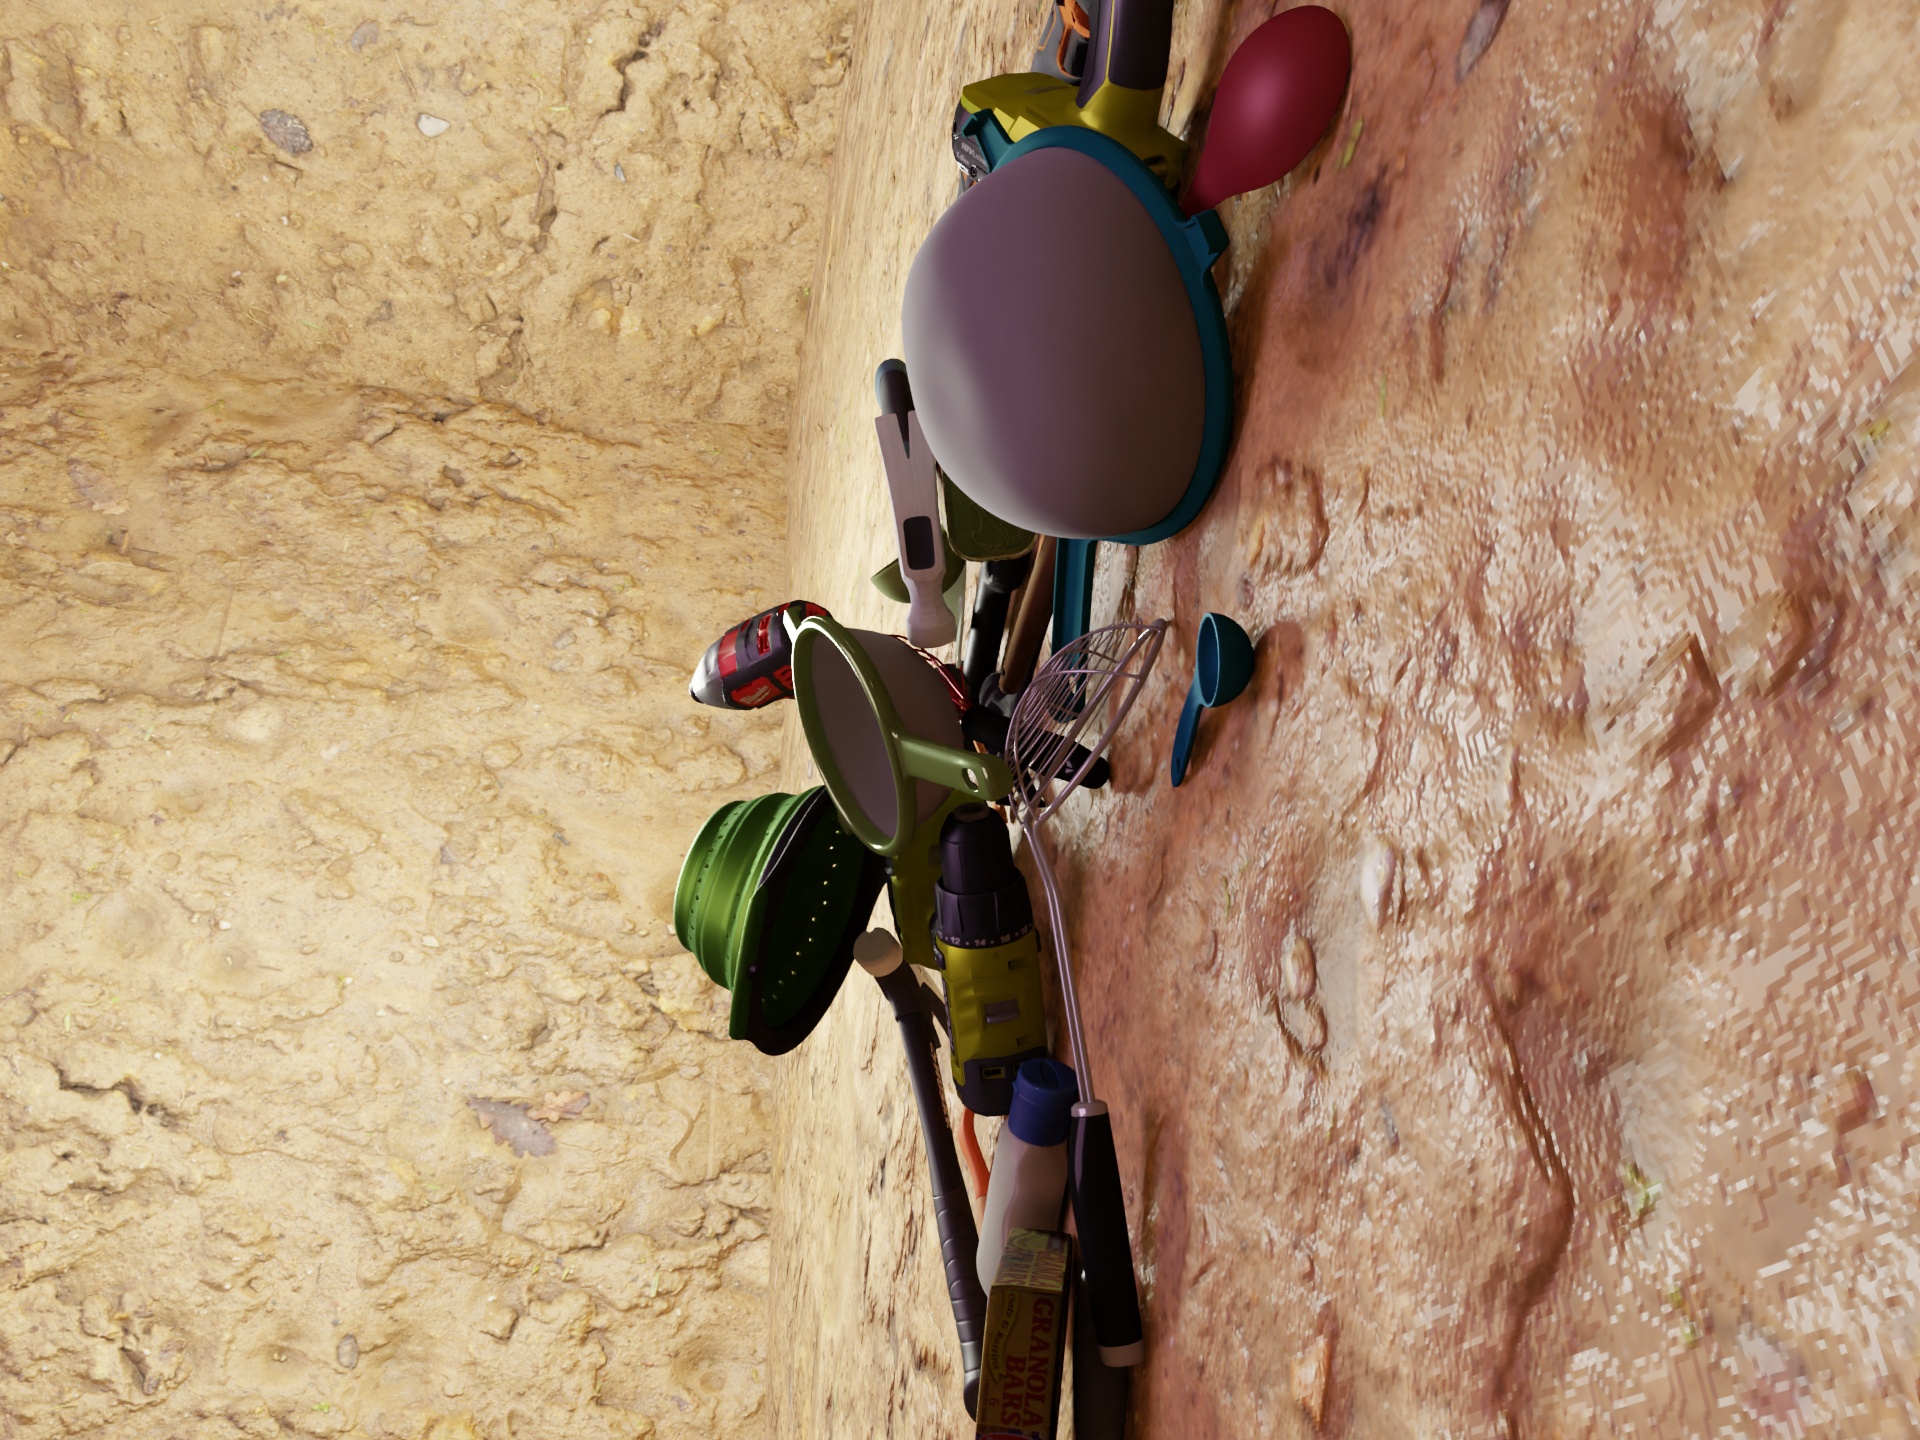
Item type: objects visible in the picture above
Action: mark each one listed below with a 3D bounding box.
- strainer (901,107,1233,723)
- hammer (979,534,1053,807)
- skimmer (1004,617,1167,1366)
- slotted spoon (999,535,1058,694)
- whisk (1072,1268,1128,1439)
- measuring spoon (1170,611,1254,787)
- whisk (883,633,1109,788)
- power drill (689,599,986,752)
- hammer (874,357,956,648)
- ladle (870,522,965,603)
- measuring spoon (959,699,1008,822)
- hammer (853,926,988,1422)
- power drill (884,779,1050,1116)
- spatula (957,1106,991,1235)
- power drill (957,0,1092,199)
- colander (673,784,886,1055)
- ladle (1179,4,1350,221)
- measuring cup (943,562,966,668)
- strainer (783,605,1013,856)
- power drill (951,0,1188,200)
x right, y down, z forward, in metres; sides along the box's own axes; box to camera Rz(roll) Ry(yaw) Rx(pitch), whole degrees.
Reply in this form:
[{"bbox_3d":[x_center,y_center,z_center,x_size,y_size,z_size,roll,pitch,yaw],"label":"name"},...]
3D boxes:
[{"bbox_3d":[0.032,-0.125,0.824,0.211,0.095,0.340,43,144,41],"label":"strainer"},{"bbox_3d":[0.060,-0.103,0.997,0.127,0.034,0.336,-99,17,-52],"label":"hammer"},{"bbox_3d":[0.084,0.130,0.802,0.127,0.090,0.363,135,128,-77],"label":"skimmer"},{"bbox_3d":[0.069,-0.137,0.900,0.070,0.031,0.313,-106,27,-47],"label":"slotted spoon"},{"bbox_3d":[0.064,0.384,0.770,0.055,0.055,0.239,120,156,-66],"label":"whisk"},{"bbox_3d":[0.116,-0.004,0.735,0.128,0.021,0.042,94,173,-58],"label":"measuring spoon"},{"bbox_3d":[-0.002,-0.003,1.013,0.296,0.073,0.073,24,111,53],"label":"whisk"},{"bbox_3d":[-0.094,-0.020,1.220,0.143,0.219,0.079,-22,59,40],"label":"power drill"},{"bbox_3d":[-0.036,-0.174,1.051,0.331,0.033,0.128,-100,3,-61],"label":"hammer"},{"bbox_3d":[0.006,-0.237,1.147,0.078,0.062,0.320,-172,98,-78],"label":"ladle"},{"bbox_3d":[0.014,0.029,1.117,0.021,0.011,0.116,-100,-9,-52],"label":"measuring spoon"},{"bbox_3d":[-0.009,0.314,1.101,0.146,0.035,0.335,58,-167,-50],"label":"hammer"},{"bbox_3d":[0.003,0.120,1.032,0.229,0.080,0.190,-123,25,-71],"label":"power drill"},{"bbox_3d":[0.030,0.332,1.028,0.081,0.041,0.323,106,160,-45],"label":"spatula"},{"bbox_3d":[0.065,-0.383,0.968,0.164,0.084,0.226,-99,21,-45],"label":"power drill"},{"bbox_3d":[-0.105,0.101,1.172,0.397,0.094,0.204,-32,-44,-66],"label":"colander"},{"bbox_3d":[0.092,-0.217,0.774,0.315,0.031,0.069,130,133,-60],"label":"ladle"},{"bbox_3d":[-0.016,-0.079,1.197,0.168,0.038,0.083,-90,5,-63],"label":"measuring cup"},{"bbox_3d":[-0.017,0.007,0.909,0.256,0.069,0.151,14,122,62],"label":"strainer"},{"bbox_3d":[0.068,-0.375,0.806,0.171,0.080,0.223,45,141,30],"label":"power drill"}]
